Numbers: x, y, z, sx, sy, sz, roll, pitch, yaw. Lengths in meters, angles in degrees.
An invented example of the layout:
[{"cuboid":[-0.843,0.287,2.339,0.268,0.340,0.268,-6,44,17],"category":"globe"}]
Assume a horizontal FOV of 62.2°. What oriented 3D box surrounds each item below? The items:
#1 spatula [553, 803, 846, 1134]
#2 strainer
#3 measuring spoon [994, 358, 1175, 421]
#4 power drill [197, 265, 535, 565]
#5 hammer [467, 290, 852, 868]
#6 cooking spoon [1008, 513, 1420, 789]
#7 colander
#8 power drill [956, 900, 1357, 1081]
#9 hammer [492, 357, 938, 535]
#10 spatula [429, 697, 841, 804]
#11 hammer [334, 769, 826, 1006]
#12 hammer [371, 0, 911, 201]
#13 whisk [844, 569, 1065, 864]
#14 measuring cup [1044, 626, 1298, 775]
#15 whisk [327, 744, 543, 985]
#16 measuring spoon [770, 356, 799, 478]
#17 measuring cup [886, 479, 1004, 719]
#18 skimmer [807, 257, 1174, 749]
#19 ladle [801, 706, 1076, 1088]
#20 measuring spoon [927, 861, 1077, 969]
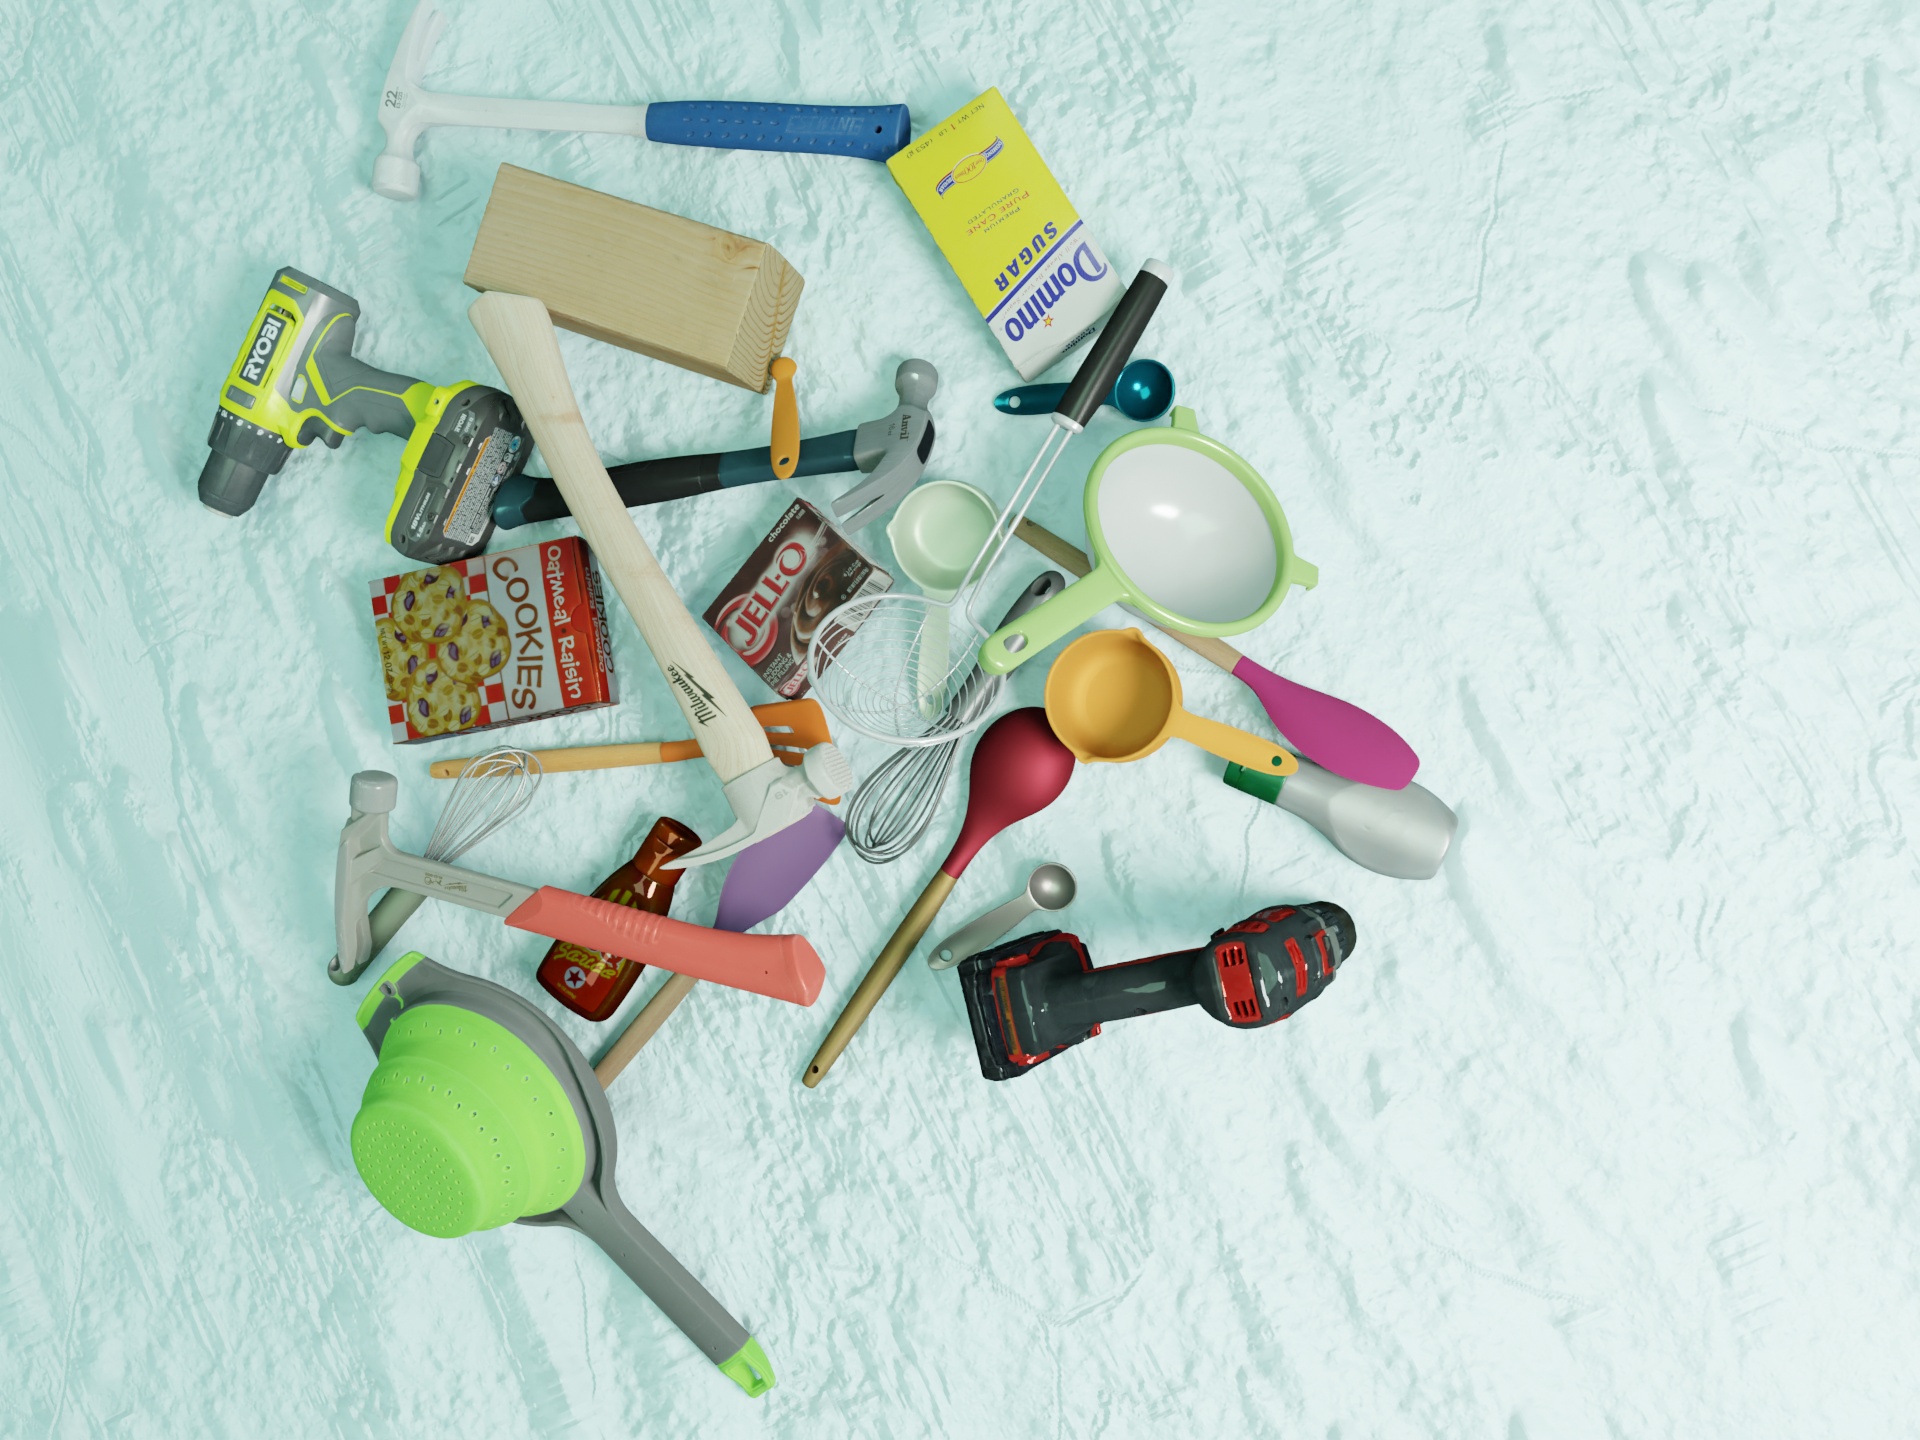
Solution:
[{"cuboid":[-0.195,0.180,1.132,0.059,0.018,0.316,34,101,-32],"category":"spatula"},{"cuboid":[0.099,-0.086,1.011,0.256,0.069,0.151,-34,83,-30],"category":"strainer"},{"cuboid":[0.086,-0.222,1.093,0.128,0.021,0.042,0,93,21],"category":"measuring spoon"},{"cuboid":[-0.448,-0.205,1.172,0.228,0.080,0.190,28,94,14],"category":"power drill"},{"cuboid":[-0.230,-0.100,1.077,0.146,0.038,0.410,-29,88,18],"category":"hammer"},{"cuboid":[0.162,-0.051,1.056,0.319,0.069,0.017,34,138,15],"category":"cooking spoon"},{"cuboid":[-0.288,0.341,1.087,0.397,0.094,0.204,46,124,0],"category":"colander"},{"cuboid":[0.134,0.161,1.010,0.227,0.188,0.080,-16,85,30],"category":"power drill"},{"cuboid":[-0.178,-0.175,1.120,0.331,0.033,0.128,-6,56,17],"category":"hammer"},{"cuboid":[-0.238,0.028,1.139,0.322,0.041,0.081,-5,112,13],"category":"spatula"},{"cuboid":[-0.267,0.144,1.091,0.359,0.037,0.149,13,107,13],"category":"hammer"},{"cuboid":[-0.235,-0.440,1.152,0.405,0.035,0.144,7,90,12],"category":"hammer"},{"cuboid":[-0.002,-0.004,1.089,0.055,0.055,0.239,36,93,10],"category":"whisk"},{"cuboid":[0.142,0.001,1.047,0.174,0.052,0.095,22,93,17],"category":"measuring cup"},{"cuboid":[-0.388,0.109,1.159,0.246,0.059,0.058,-47,50,16],"category":"whisk"},{"cuboid":[-0.122,-0.211,1.094,0.021,0.011,0.117,-13,53,12],"category":"measuring spoon"},{"cuboid":[-0.011,-0.085,1.103,0.083,0.038,0.167,9,106,10],"category":"measuring cup"},{"cuboid":[0.033,-0.146,1.016,0.127,0.090,0.363,31,90,15],"category":"skimmer"},{"cuboid":[-0.022,0.126,1.101,0.069,0.031,0.315,35,98,16],"category":"ladle"},{"cuboid":[0.028,0.136,1.097,0.124,0.018,0.034,-35,92,16],"category":"measuring spoon"}]
